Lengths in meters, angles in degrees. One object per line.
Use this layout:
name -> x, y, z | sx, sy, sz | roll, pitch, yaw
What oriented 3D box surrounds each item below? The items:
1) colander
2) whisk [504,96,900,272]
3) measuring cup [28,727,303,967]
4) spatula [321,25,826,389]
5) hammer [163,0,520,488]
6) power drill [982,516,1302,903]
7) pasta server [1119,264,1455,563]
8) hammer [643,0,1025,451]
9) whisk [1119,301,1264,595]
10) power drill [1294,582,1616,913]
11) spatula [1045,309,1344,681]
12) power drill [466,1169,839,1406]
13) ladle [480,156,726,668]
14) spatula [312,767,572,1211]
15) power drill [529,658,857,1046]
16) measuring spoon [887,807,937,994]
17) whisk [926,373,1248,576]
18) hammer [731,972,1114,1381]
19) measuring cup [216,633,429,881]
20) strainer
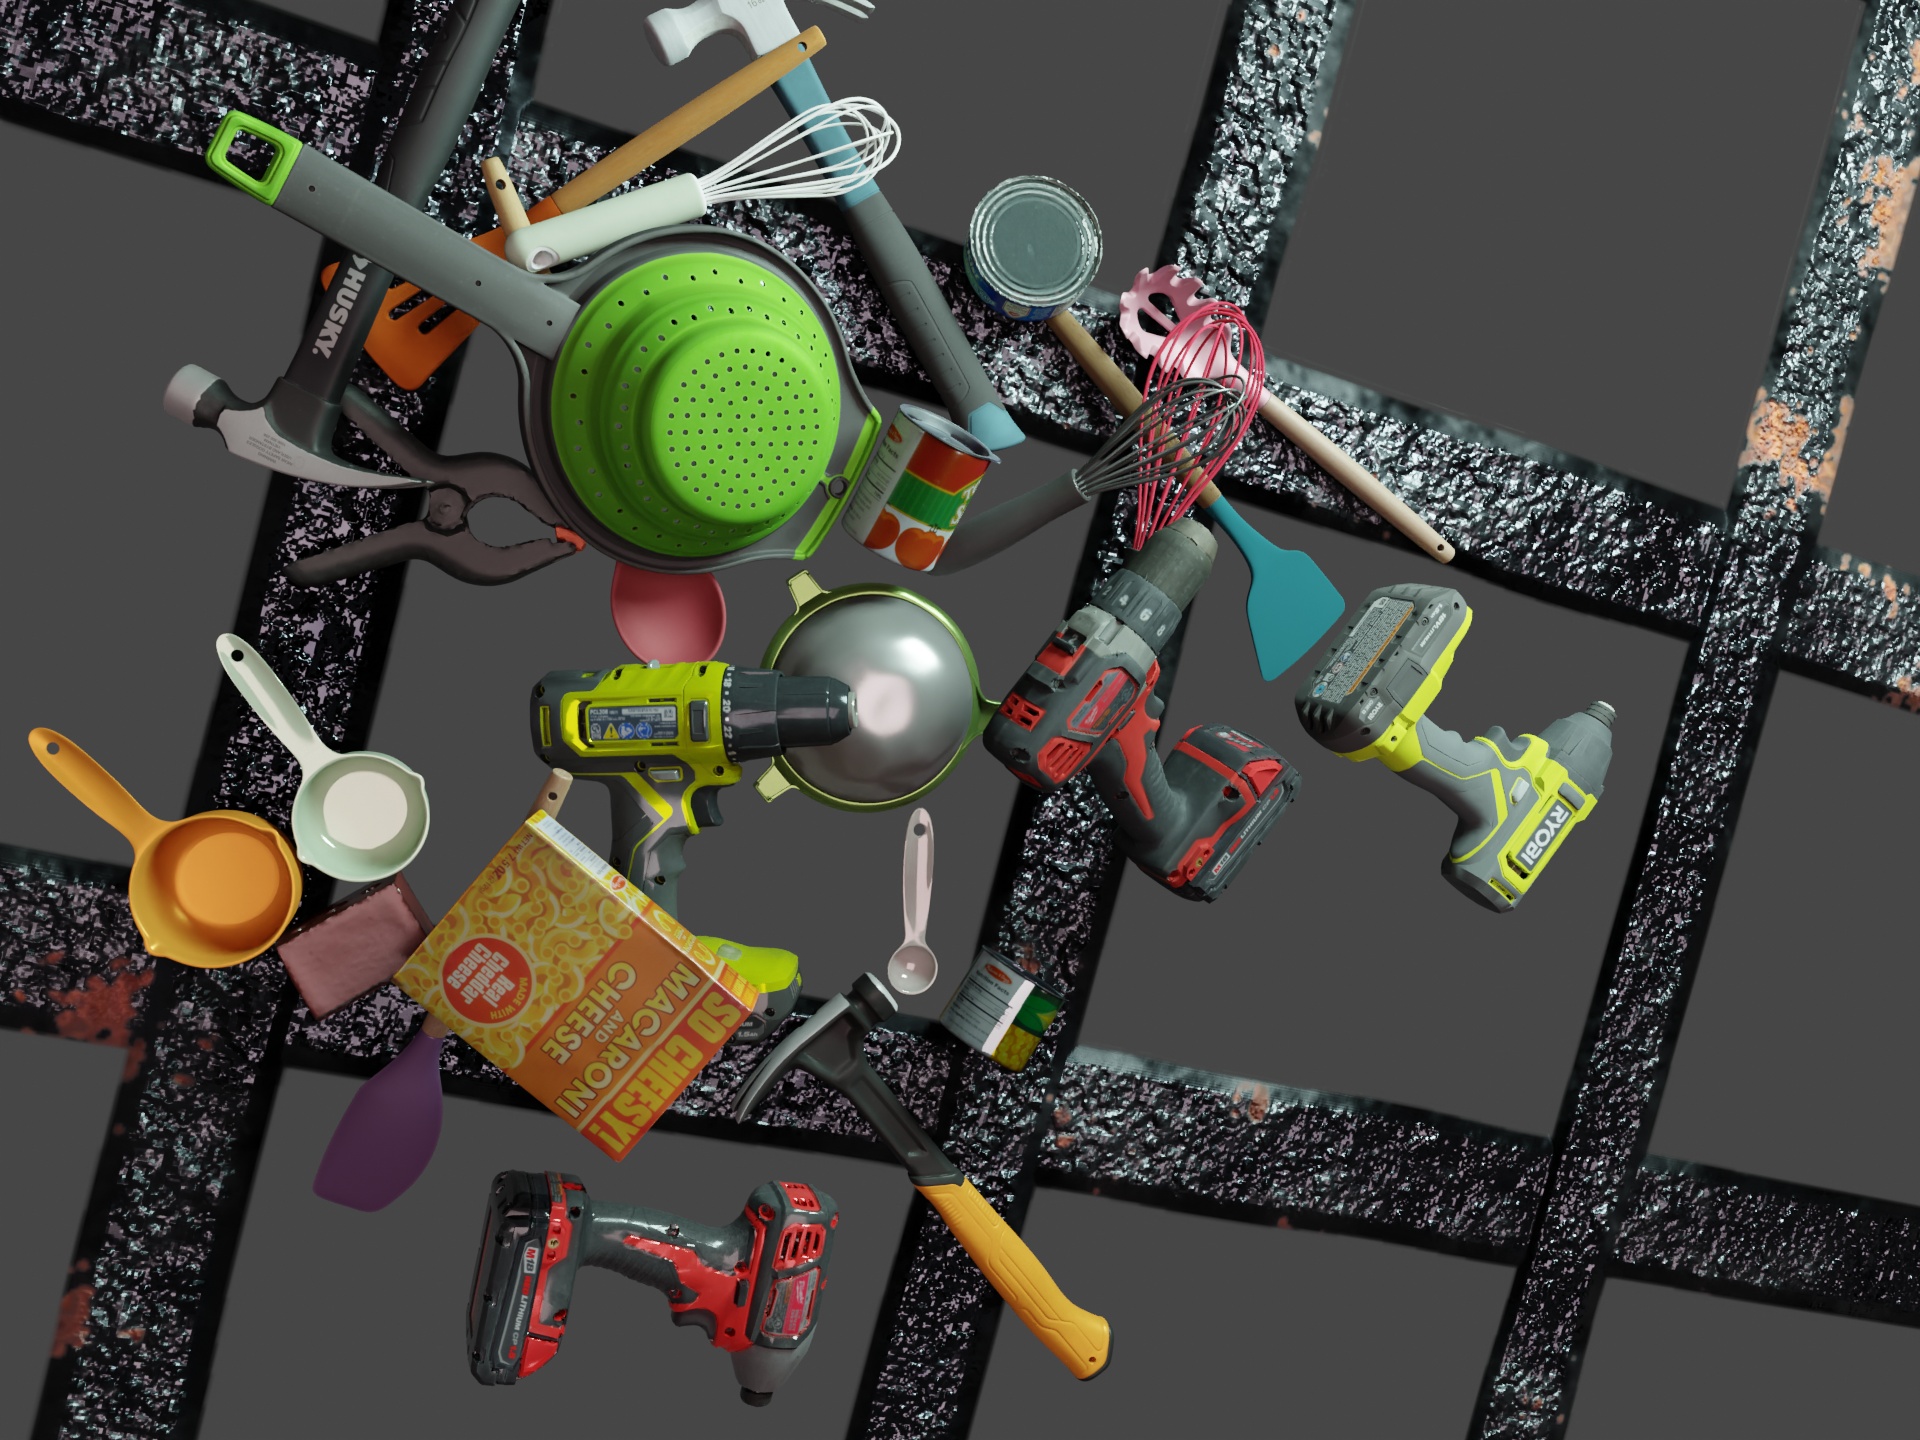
colander -> -0.199, -0.202, 0.855 | 0.396, 0.095, 0.204 | 26, 95, -34
whisk -> -0.146, -0.308, 0.920 | 0.246, 0.057, 0.059 | -25, 67, -16
measuring cup -> -0.456, 0.065, 0.912 | 0.173, 0.052, 0.095 | 45, 83, -10
spatula -> -0.215, -0.313, 0.928 | 0.322, 0.041, 0.081 | -33, 110, 0
hammer -> -0.304, -0.285, 0.874 | 0.146, 0.035, 0.335 | 27, 97, -2
power drill -> 0.131, -0.003, 1.011 | 0.188, 0.080, 0.226 | -52, 133, -5
pasta server -> 0.229, -0.201, 1.088 | 0.316, 0.040, 0.060 | 35, 99, -18
hammer -> -0.056, -0.311, 0.994 | 0.128, 0.033, 0.331 | -33, 104, -9
whisk -> 0.125, -0.126, 1.024 | 0.073, 0.073, 0.296 | 18, 95, -18
power drill -> 0.362, 0.009, 1.133 | 0.223, 0.080, 0.171 | 39, 86, -21
spatula -> 0.149, -0.166, 1.077 | 0.082, 0.044, 0.317 | -43, 101, -7
power drill -> -0.193, 0.362, 1.010 | 0.219, 0.079, 0.143 | 11, 94, -20
ladle -> -0.217, -0.175, 0.945 | 0.069, 0.031, 0.315 | -25, 111, -18
spatula -> -0.303, 0.166, 0.954 | 0.059, 0.018, 0.316 | 24, 102, -18
power drill -> -0.155, 0.076, 0.967 | 0.190, 0.080, 0.228 | -1, 97, 2
measuring spoon -> -0.031, 0.120, 1.063 | 0.034, 0.018, 0.124 | 4, 88, -17
whisk -> 0.073, -0.148, 0.991 | 0.239, 0.055, 0.055 | -26, 106, 25
hammer -> -0.008, 0.333, 1.080 | 0.127, 0.034, 0.336 | -40, 105, -9
measuring cup -> -0.379, 0.019, 0.936 | 0.083, 0.038, 0.167 | -36, 102, -10
strainer -> -0.002, -0.003, 1.025 | 0.256, 0.069, 0.151 | 9, 94, -16
